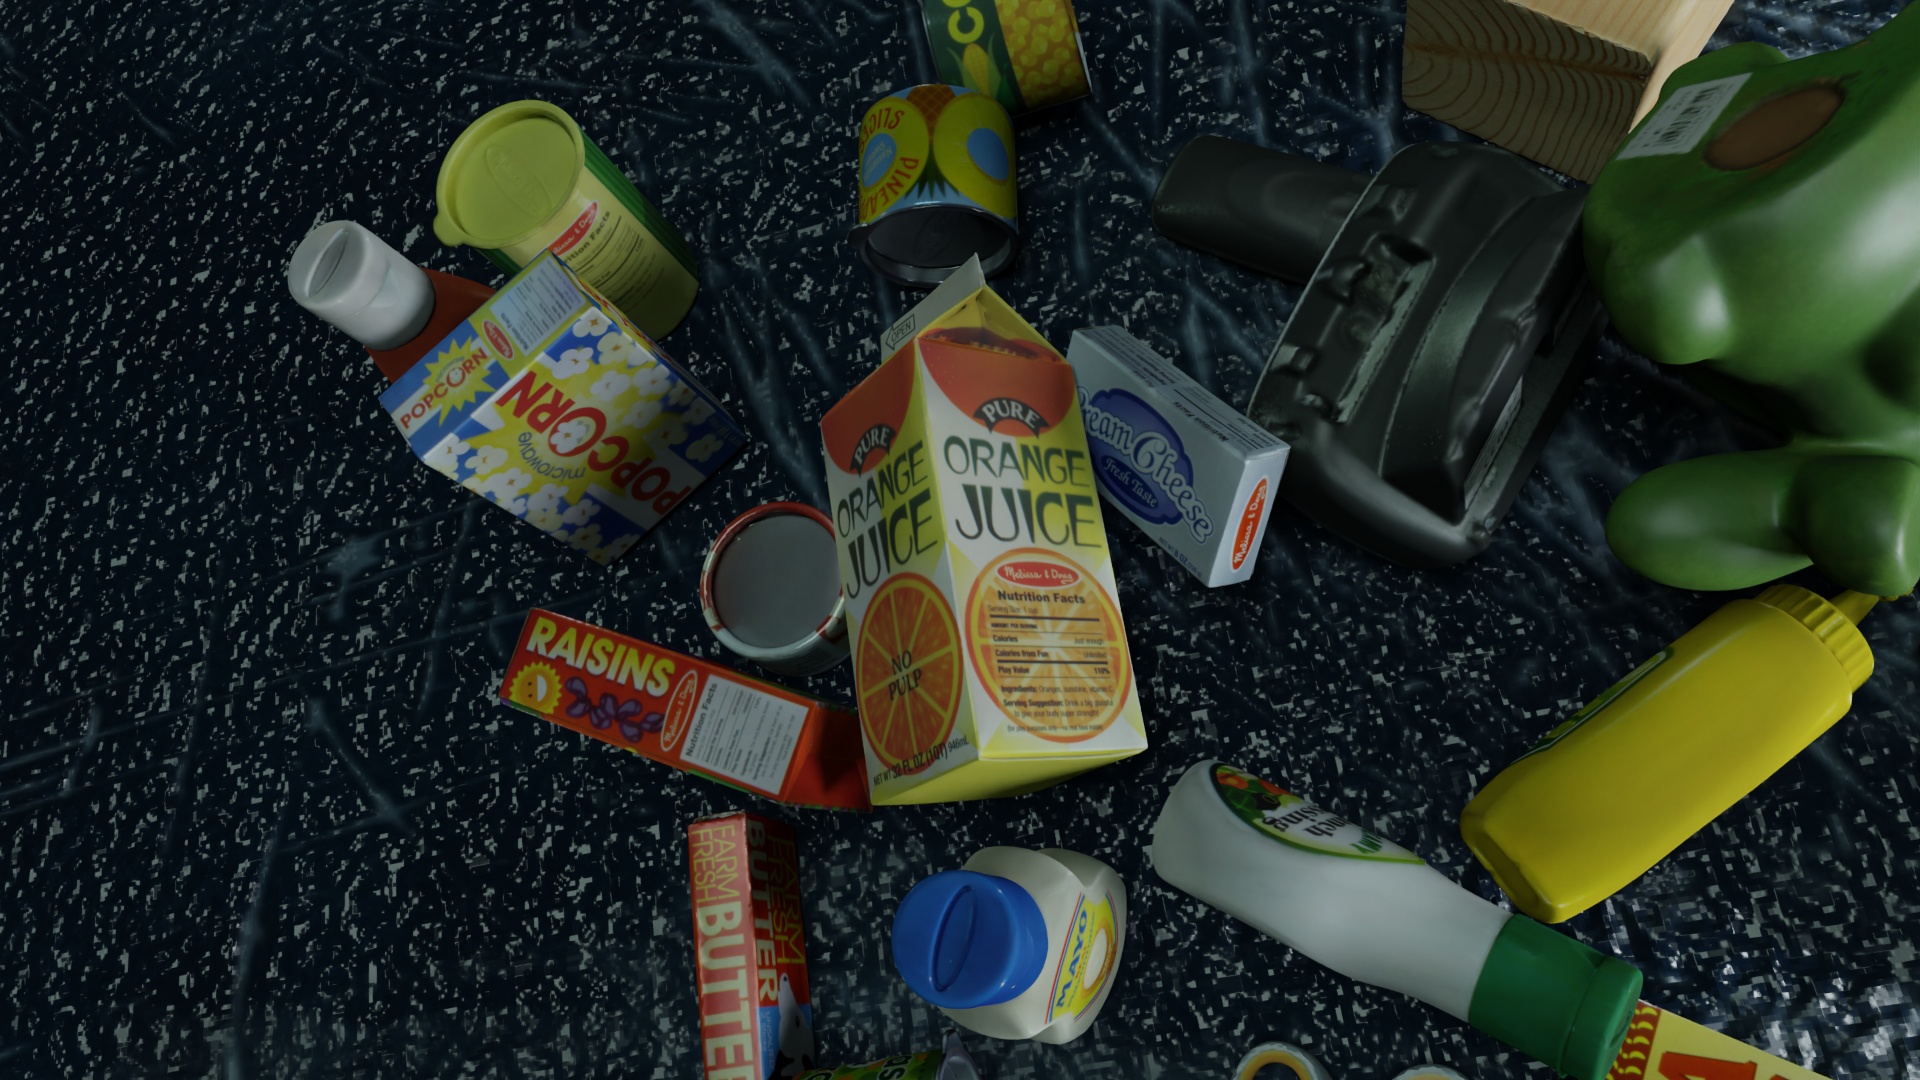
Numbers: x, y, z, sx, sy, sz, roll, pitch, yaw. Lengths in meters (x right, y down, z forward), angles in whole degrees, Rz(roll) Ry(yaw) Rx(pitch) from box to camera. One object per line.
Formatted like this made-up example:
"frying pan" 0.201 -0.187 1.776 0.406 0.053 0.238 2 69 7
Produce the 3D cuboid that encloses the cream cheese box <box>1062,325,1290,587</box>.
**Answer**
"cream cheese box" 0.073 -0.034 0.506 0.104 0.024 0.053 46 134 43

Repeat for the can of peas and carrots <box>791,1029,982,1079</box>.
"can of peas and carrots" -0.024 0.206 0.468 0.058 0.071 0.071 -14 70 13

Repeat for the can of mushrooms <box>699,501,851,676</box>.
"can of mushrooms" -0.069 0.017 0.559 0.071 0.033 0.071 -5 72 16

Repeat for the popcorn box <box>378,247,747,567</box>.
"popcorn box" -0.151 -0.047 0.553 0.085 0.126 0.038 -41 63 1

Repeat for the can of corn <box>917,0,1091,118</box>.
"can of corn" 0.019 -0.214 0.585 0.058 0.071 0.071 -14 70 11

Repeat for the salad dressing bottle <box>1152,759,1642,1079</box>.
"salad dressing bottle" 0.133 0.118 0.440 0.148 0.064 0.044 22 99 35

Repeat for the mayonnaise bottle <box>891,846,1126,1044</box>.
"mayonnaise bottle" 0.019 0.126 0.436 0.041 0.148 0.065 13 78 20

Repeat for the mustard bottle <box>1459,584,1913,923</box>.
"mustard bottle" 0.235 0.058 0.442 0.160 0.065 0.049 -36 71 -3

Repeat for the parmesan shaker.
"parmesan shaker" -0.167 -0.129 0.596 0.071 0.103 0.071 -5 72 15

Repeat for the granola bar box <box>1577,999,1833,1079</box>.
"granola bar box" 0.216 0.226 0.371 0.124 0.038 0.166 19 56 24

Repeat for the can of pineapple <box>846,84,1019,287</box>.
"can of pineapple" -0.011 -0.146 0.573 0.071 0.071 0.058 -7 71 15

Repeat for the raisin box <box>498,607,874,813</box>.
"raisin box" -0.096 0.065 0.523 0.123 0.086 0.040 16 84 20

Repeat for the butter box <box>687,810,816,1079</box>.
"butter box" -0.075 0.154 0.507 0.024 0.053 0.104 -12 70 11

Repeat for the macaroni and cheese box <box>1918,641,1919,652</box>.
"macaroni and cheese box" 0.389 0.077 0.400 0.166 0.040 0.124 -7 71 14

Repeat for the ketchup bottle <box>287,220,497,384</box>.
"ketchup bottle" -0.207 -0.079 0.567 0.043 0.148 0.065 18 79 22

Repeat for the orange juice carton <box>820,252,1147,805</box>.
"orange juice carton" 0.002 -0.006 0.509 0.071 0.073 0.193 -34 59 49
